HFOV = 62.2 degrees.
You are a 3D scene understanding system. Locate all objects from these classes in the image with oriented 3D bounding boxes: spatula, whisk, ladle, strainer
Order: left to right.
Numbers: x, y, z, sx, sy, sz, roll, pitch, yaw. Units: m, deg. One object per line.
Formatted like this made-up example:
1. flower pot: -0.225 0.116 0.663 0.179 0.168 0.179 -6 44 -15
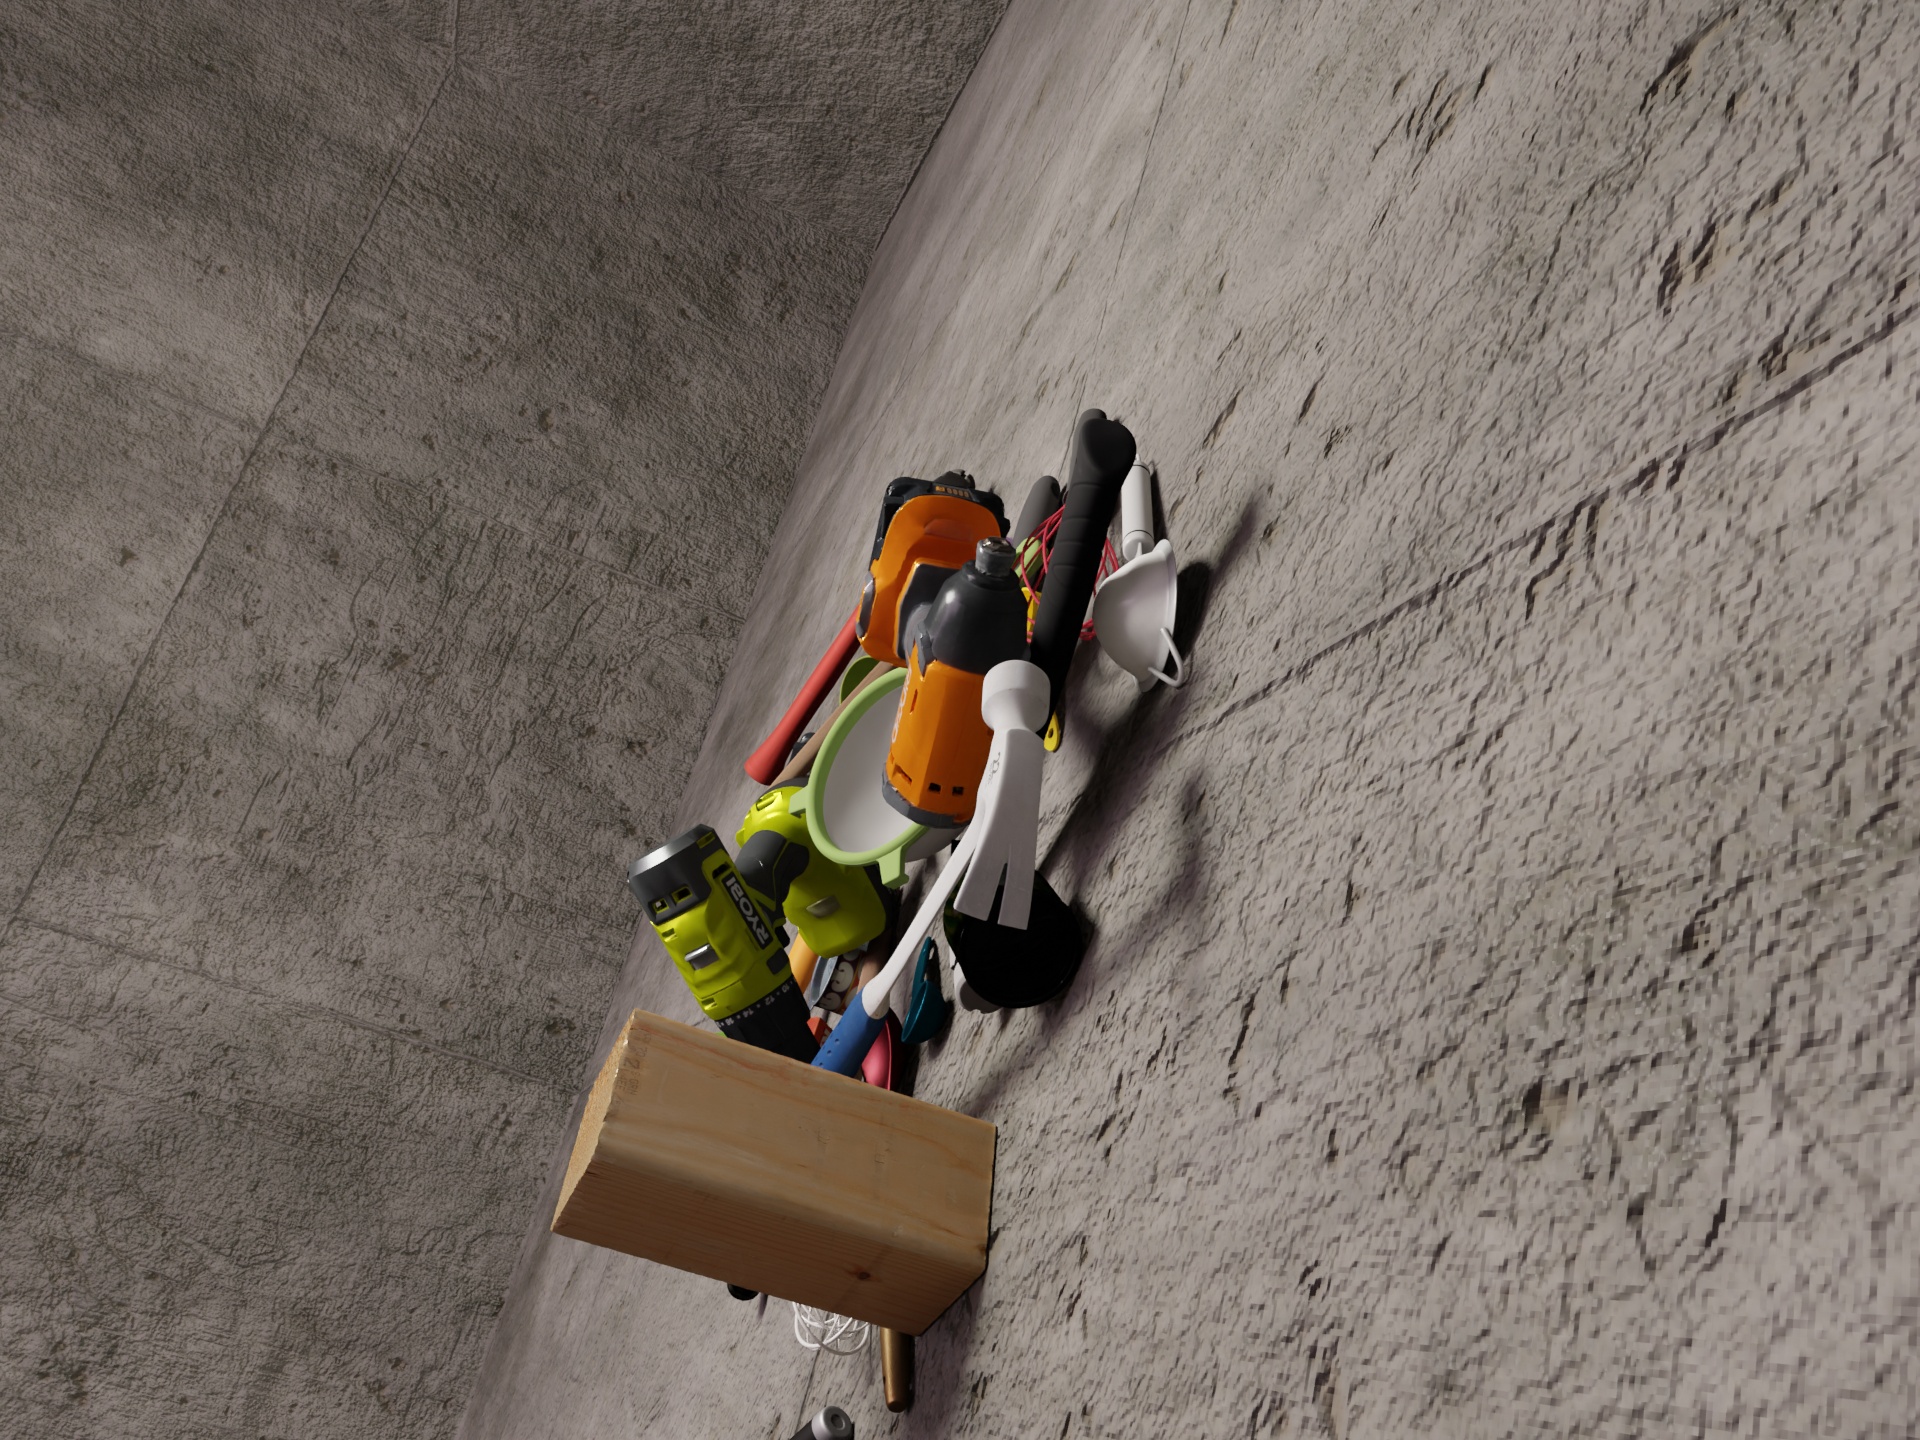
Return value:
1. whisk: -0.079 0.293 1.002 0.058 0.059 0.247 -45 23 20
2. ladle: -0.074 0.028 1.288 0.320 0.062 0.078 -92 23 -69
3. spatula: -0.064 -0.036 1.308 0.316 0.018 0.060 -48 42 -6
4. ladle: -0.044 0.279 0.963 0.316 0.031 0.069 -98 16 -60
5. strainer: -0.002 -0.003 1.083 0.256 0.069 0.152 -57 37 -4
6. whisk: 0.035 -0.089 1.183 0.055 0.055 0.239 -44 24 59
7. whisk: 0.078 -0.136 1.062 0.073 0.073 0.296 -58 11 36
8. strainer: 0.104 -0.099 0.949 0.259 0.050 0.086 -82 5 -55

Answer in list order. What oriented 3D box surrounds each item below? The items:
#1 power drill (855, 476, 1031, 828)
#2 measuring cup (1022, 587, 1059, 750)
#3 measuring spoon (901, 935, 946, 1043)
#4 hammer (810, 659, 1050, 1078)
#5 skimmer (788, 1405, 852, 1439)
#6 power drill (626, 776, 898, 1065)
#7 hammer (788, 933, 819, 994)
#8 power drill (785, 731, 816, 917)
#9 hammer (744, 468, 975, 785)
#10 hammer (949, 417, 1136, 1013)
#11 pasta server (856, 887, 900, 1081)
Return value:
1. power drill: -0.007 -0.063 0.934 0.227 0.084 0.164 -102 24 -60
2. measuring cup: 0.057 -0.030 1.071 0.062 0.029 0.157 -59 28 32
3. measuring spoon: -0.019 0.177 1.059 0.129 0.021 0.042 -82 16 -73
4. hammer: -0.044 0.151 0.869 0.144 0.035 0.405 -84 17 -46
5. skimmer: -0.149 0.541 0.967 0.363 0.090 0.127 -52 16 21
6. power drill: -0.124 0.143 1.110 0.080 0.190 0.228 -28 5 20
7. hammer: -0.143 0.228 1.307 0.127 0.034 0.337 -37 25 58
8. power drill: -0.142 0.088 1.424 0.185 0.084 0.226 -62 1 24
9. hammer: -0.103 -0.077 1.484 0.359 0.036 0.149 -54 1 22
10. hammer: 0.043 -0.009 0.912 0.146 0.035 0.334 -95 17 -65
11. pasta server: -0.080 0.238 1.140 0.060 0.040 0.316 -18 40 28
